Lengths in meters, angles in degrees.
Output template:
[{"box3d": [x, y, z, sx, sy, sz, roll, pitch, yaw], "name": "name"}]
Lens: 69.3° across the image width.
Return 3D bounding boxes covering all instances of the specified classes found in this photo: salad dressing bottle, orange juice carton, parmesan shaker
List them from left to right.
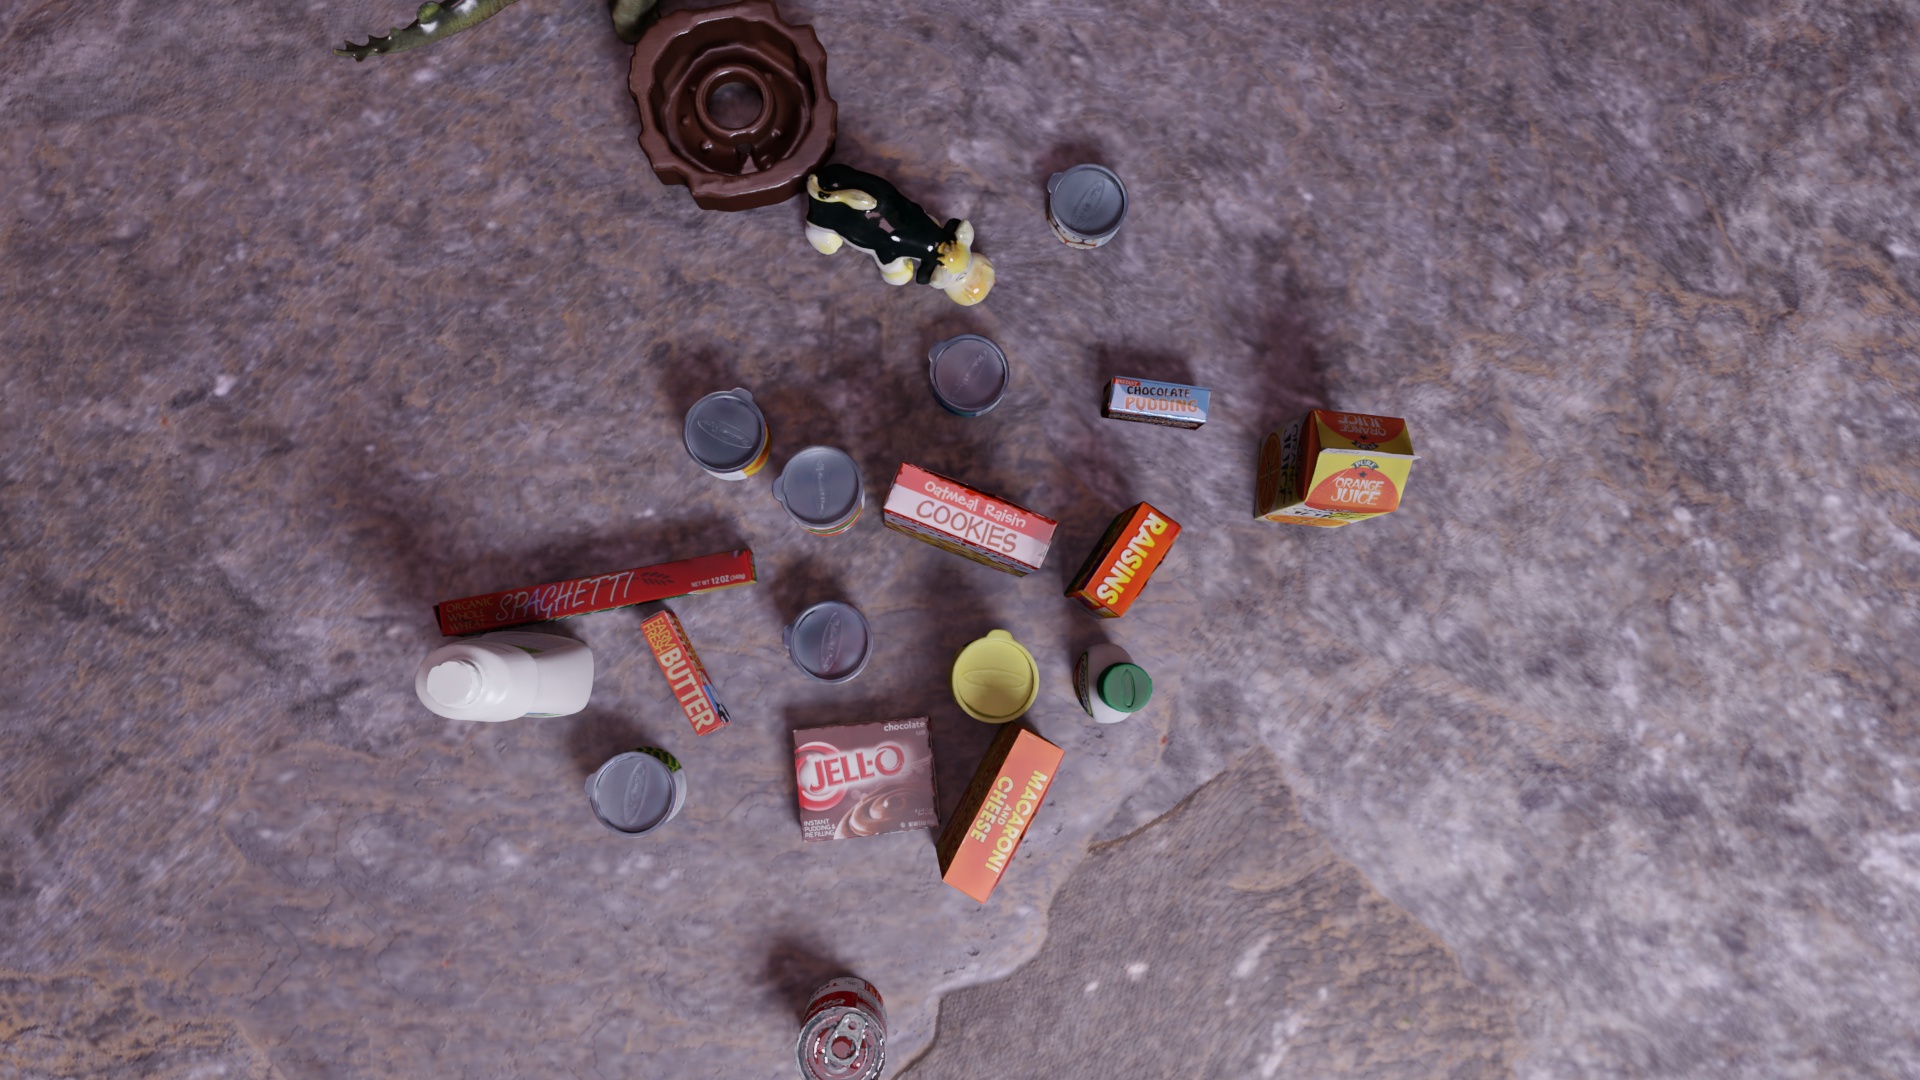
[{"box3d": [0.025, 0.106, 1.101, 0.071, 0.103, 0.071, 0, 85, -3], "name": "parmesan shaker"}, {"box3d": [0.119, 0.112, 1.083, 0.044, 0.147, 0.064, -3, 86, -3], "name": "salad dressing bottle"}, {"box3d": [0.290, -0.056, 1.084, 0.072, 0.192, 0.073, 6, 85, -2], "name": "orange juice carton"}]

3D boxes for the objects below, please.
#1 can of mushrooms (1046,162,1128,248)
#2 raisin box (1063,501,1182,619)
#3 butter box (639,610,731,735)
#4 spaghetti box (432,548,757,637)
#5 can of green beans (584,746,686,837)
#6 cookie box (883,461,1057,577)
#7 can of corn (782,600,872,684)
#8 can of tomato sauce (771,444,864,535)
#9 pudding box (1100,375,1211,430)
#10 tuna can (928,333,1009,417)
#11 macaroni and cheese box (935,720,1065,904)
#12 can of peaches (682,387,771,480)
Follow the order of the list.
[{"box3d": [0.105, -0.283, 1.174, 0.071, 0.033, 0.071, 0, 85, -3], "name": "can of mushrooms"}, {"box3d": [0.127, 0.019, 1.104, 0.040, 0.123, 0.086, 35, 85, 0], "name": "raisin box"}, {"box3d": [-0.220, 0.106, 1.114, 0.024, 0.053, 0.103, -28, 87, -5], "name": "butter box"}, {"box3d": [-0.290, 0.042, 1.117, 0.250, 0.050, 0.028, -10, 86, -4], "name": "spaghetti box"}, {"box3d": [-0.254, 0.198, 1.101, 0.071, 0.058, 0.071, 0, 85, -3], "name": "can of green beans"}, {"box3d": [0.004, -0.014, 1.078, 0.123, 0.167, 0.040, 21, 85, -1], "name": "cookie box"}, {"box3d": [-0.106, 0.081, 1.119, 0.071, 0.058, 0.071, 0, 85, -3], "name": "can of corn"}, {"box3d": [-0.112, -0.038, 1.117, 0.071, 0.083, 0.071, 0, 85, -3], "name": "can of tomato sauce"}, {"box3d": [0.162, -0.114, 1.154, 0.084, 0.049, 0.030, 8, 85, -2], "name": "pudding box"}, {"box3d": [0.005, -0.138, 1.157, 0.071, 0.033, 0.071, 0, 85, -3], "name": "tuna can"}, {"box3d": [0.028, 0.201, 1.061, 0.040, 0.166, 0.124, 28, 85, 0], "name": "macaroni and cheese box"}, {"box3d": [-0.187, -0.086, 1.130, 0.071, 0.058, 0.071, 0, 85, -3], "name": "can of peaches"}]
